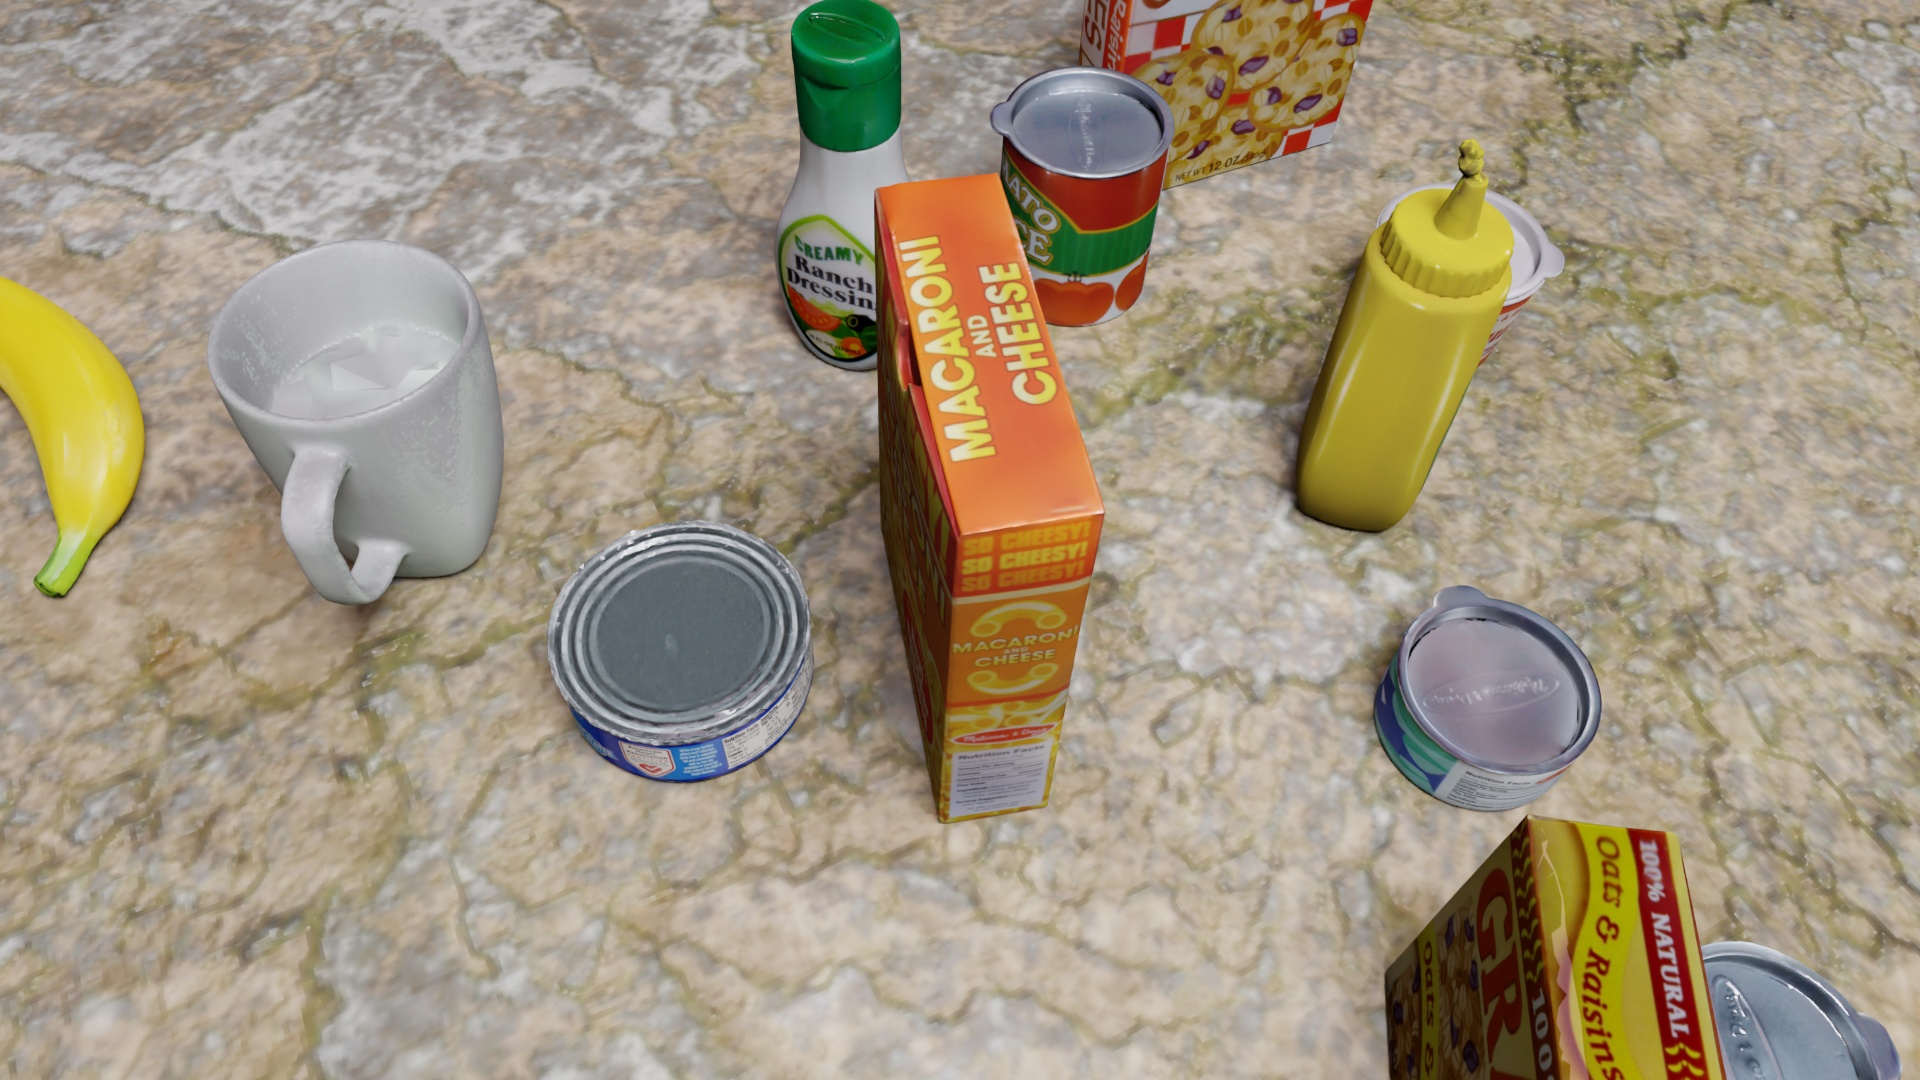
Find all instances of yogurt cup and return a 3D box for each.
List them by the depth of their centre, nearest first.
[{"bbox_3d":[0.197,-0.103,0.565,0.072,0.053,0.073,1,55,-1],"label":"yogurt cup"}]

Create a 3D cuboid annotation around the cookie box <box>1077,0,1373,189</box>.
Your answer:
[{"bbox_3d":[0.115,-0.228,0.581,0.123,0.166,0.040,-19,58,-14],"label":"cookie box"}]

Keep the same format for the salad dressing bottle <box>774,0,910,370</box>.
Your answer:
[{"bbox_3d":[-0.040,-0.128,0.517,0.064,0.147,0.044,22,57,13],"label":"salad dressing bottle"}]

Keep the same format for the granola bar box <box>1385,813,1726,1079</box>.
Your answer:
[{"bbox_3d":[0.141,0.167,0.330,0.039,0.123,0.166,6,55,3],"label":"granola bar box"}]

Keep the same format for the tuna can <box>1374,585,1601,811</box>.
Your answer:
[{"bbox_3d":[0.175,0.053,0.467,0.071,0.032,0.071,1,55,-1],"label":"tuna can"}]

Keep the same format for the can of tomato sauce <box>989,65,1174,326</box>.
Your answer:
[{"bbox_3d":[0.046,-0.138,0.567,0.071,0.082,0.071,1,55,-1],"label":"can of tomato sauce"}]

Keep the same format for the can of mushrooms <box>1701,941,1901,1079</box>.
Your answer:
[{"bbox_3d":[0.226,0.153,0.398,0.071,0.033,0.071,1,55,-1],"label":"can of mushrooms"}]

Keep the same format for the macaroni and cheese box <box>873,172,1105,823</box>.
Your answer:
[{"bbox_3d":[0.002,-0.005,0.421,0.040,0.165,0.124,-8,56,-8],"label":"macaroni and cheese box"}]

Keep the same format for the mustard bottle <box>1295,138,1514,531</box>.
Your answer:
[{"bbox_3d":[0.153,-0.069,0.474,0.049,0.159,0.065,15,56,8],"label":"mustard bottle"}]
